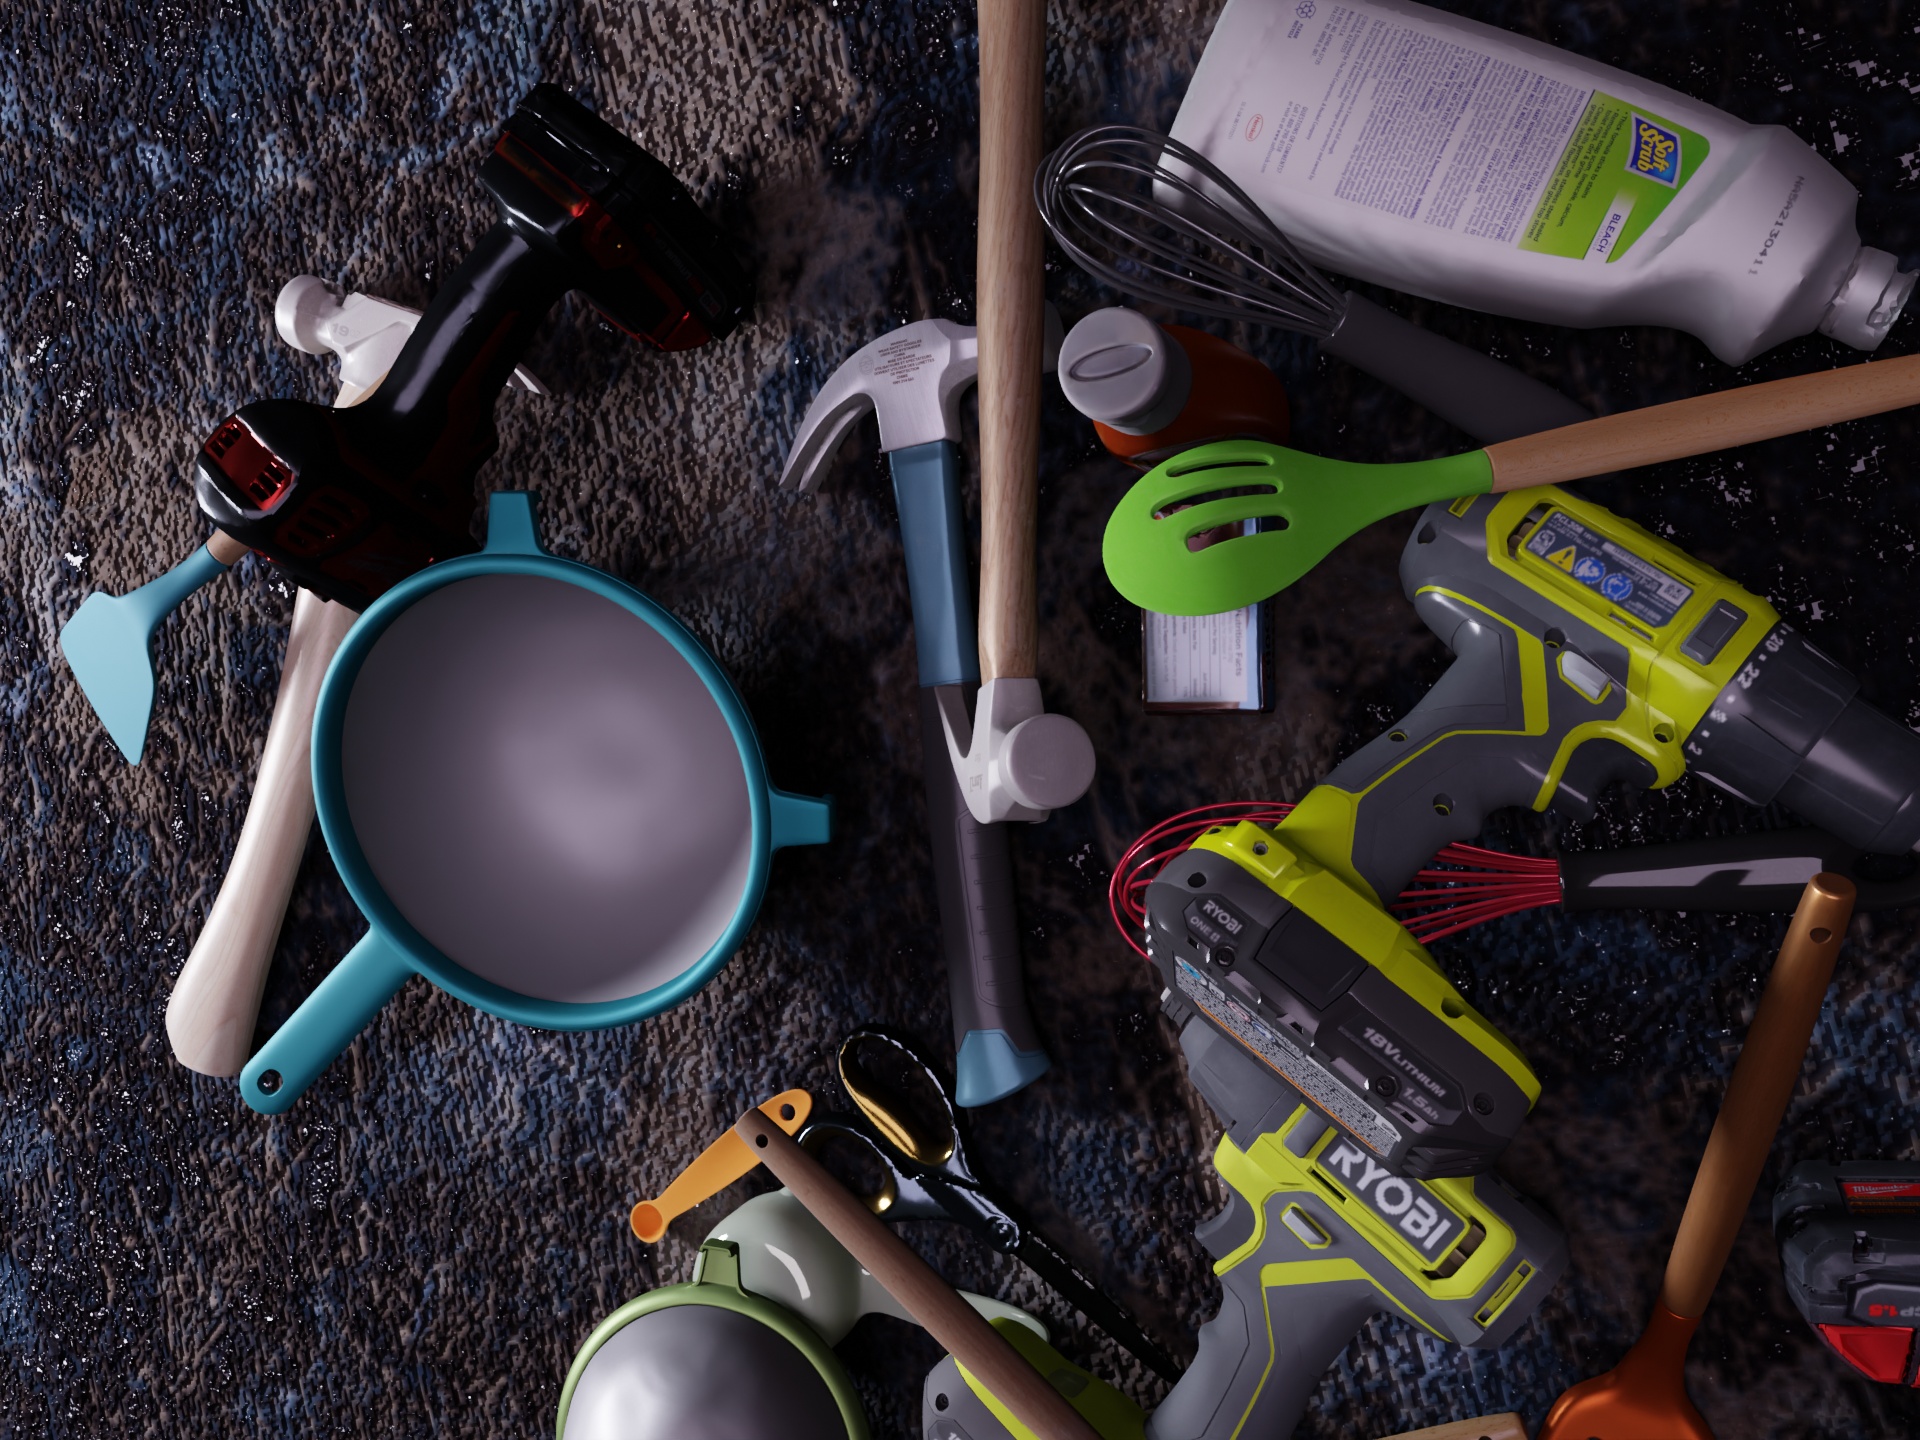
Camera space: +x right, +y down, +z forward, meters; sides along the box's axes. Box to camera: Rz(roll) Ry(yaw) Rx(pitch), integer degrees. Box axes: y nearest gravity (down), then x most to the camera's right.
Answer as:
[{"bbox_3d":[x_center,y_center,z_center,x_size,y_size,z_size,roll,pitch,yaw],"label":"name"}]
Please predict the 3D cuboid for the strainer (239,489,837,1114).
[{"bbox_3d":[-0.212,0.063,0.728,0.211,0.095,0.340,46,112,-2],"label":"strainer"}]

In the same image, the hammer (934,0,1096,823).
[{"bbox_3d":[0.018,-0.126,0.597,0.031,0.130,0.331,2,82,-11],"label":"hammer"}]

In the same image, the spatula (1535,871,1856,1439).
[{"bbox_3d":[0.249,0.187,0.537,0.081,0.041,0.322,13,125,21],"label":"spatula"}]

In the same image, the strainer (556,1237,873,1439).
[{"bbox_3d":[-0.156,0.353,0.677,0.256,0.069,0.151,-39,79,10],"label":"strainer"}]

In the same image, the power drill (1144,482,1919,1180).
[{"bbox_3d":[0.190,0.036,0.527,0.191,0.080,0.228,38,76,23],"label":"power drill"}]

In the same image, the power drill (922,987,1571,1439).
[{"bbox_3d":[0.095,0.223,0.615,0.171,0.080,0.223,40,97,20],"label":"power drill"}]

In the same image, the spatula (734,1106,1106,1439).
[{"bbox_3d":[0.028,0.254,0.582,0.316,0.018,0.060,40,91,19],"label":"spatula"}]

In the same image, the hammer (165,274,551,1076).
[{"bbox_3d":[-0.324,-0.006,0.805,0.146,0.038,0.410,22,101,19],"label":"hammer"}]

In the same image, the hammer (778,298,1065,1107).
[{"bbox_3d":[-0.001,-0.002,0.674,0.128,0.033,0.331,-7,90,22],"label":"hammer"}]

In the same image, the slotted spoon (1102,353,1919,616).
[{"bbox_3d":[0.202,-0.092,0.537,0.314,0.031,0.070,-12,57,1],"label":"slotted spoon"}]

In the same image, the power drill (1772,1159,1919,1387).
[{"bbox_3d":[0.338,0.265,0.528,0.143,0.078,0.219,-6,93,23],"label":"power drill"}]

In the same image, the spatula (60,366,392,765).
[{"bbox_3d":[-0.336,-0.098,0.773,0.317,0.044,0.082,-37,81,14],"label":"spatula"}]

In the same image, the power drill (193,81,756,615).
[{"bbox_3d":[-0.196,-0.135,0.692,0.080,0.187,0.227,40,88,22],"label":"power drill"}]

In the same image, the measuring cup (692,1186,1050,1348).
[{"bbox_3d":[-0.044,0.259,0.700,0.167,0.038,0.083,4,94,24],"label":"measuring cup"}]

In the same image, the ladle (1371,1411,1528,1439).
[{"bbox_3d":[0.081,0.333,0.662,0.315,0.031,0.069,-25,83,20],"label":"ladle"}]

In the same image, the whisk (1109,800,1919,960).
[{"bbox_3d":[0.200,0.060,0.585,0.296,0.073,0.073,-4,91,16],"label":"whisk"}]

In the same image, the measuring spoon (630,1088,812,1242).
[{"bbox_3d":[-0.110,0.207,0.743,0.117,0.011,0.021,-40,77,15],"label":"measuring spoon"}]

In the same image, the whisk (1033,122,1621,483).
[{"bbox_3d":[0.135,-0.144,0.568,0.239,0.055,0.055,26,103,-7],"label":"whisk"}]
